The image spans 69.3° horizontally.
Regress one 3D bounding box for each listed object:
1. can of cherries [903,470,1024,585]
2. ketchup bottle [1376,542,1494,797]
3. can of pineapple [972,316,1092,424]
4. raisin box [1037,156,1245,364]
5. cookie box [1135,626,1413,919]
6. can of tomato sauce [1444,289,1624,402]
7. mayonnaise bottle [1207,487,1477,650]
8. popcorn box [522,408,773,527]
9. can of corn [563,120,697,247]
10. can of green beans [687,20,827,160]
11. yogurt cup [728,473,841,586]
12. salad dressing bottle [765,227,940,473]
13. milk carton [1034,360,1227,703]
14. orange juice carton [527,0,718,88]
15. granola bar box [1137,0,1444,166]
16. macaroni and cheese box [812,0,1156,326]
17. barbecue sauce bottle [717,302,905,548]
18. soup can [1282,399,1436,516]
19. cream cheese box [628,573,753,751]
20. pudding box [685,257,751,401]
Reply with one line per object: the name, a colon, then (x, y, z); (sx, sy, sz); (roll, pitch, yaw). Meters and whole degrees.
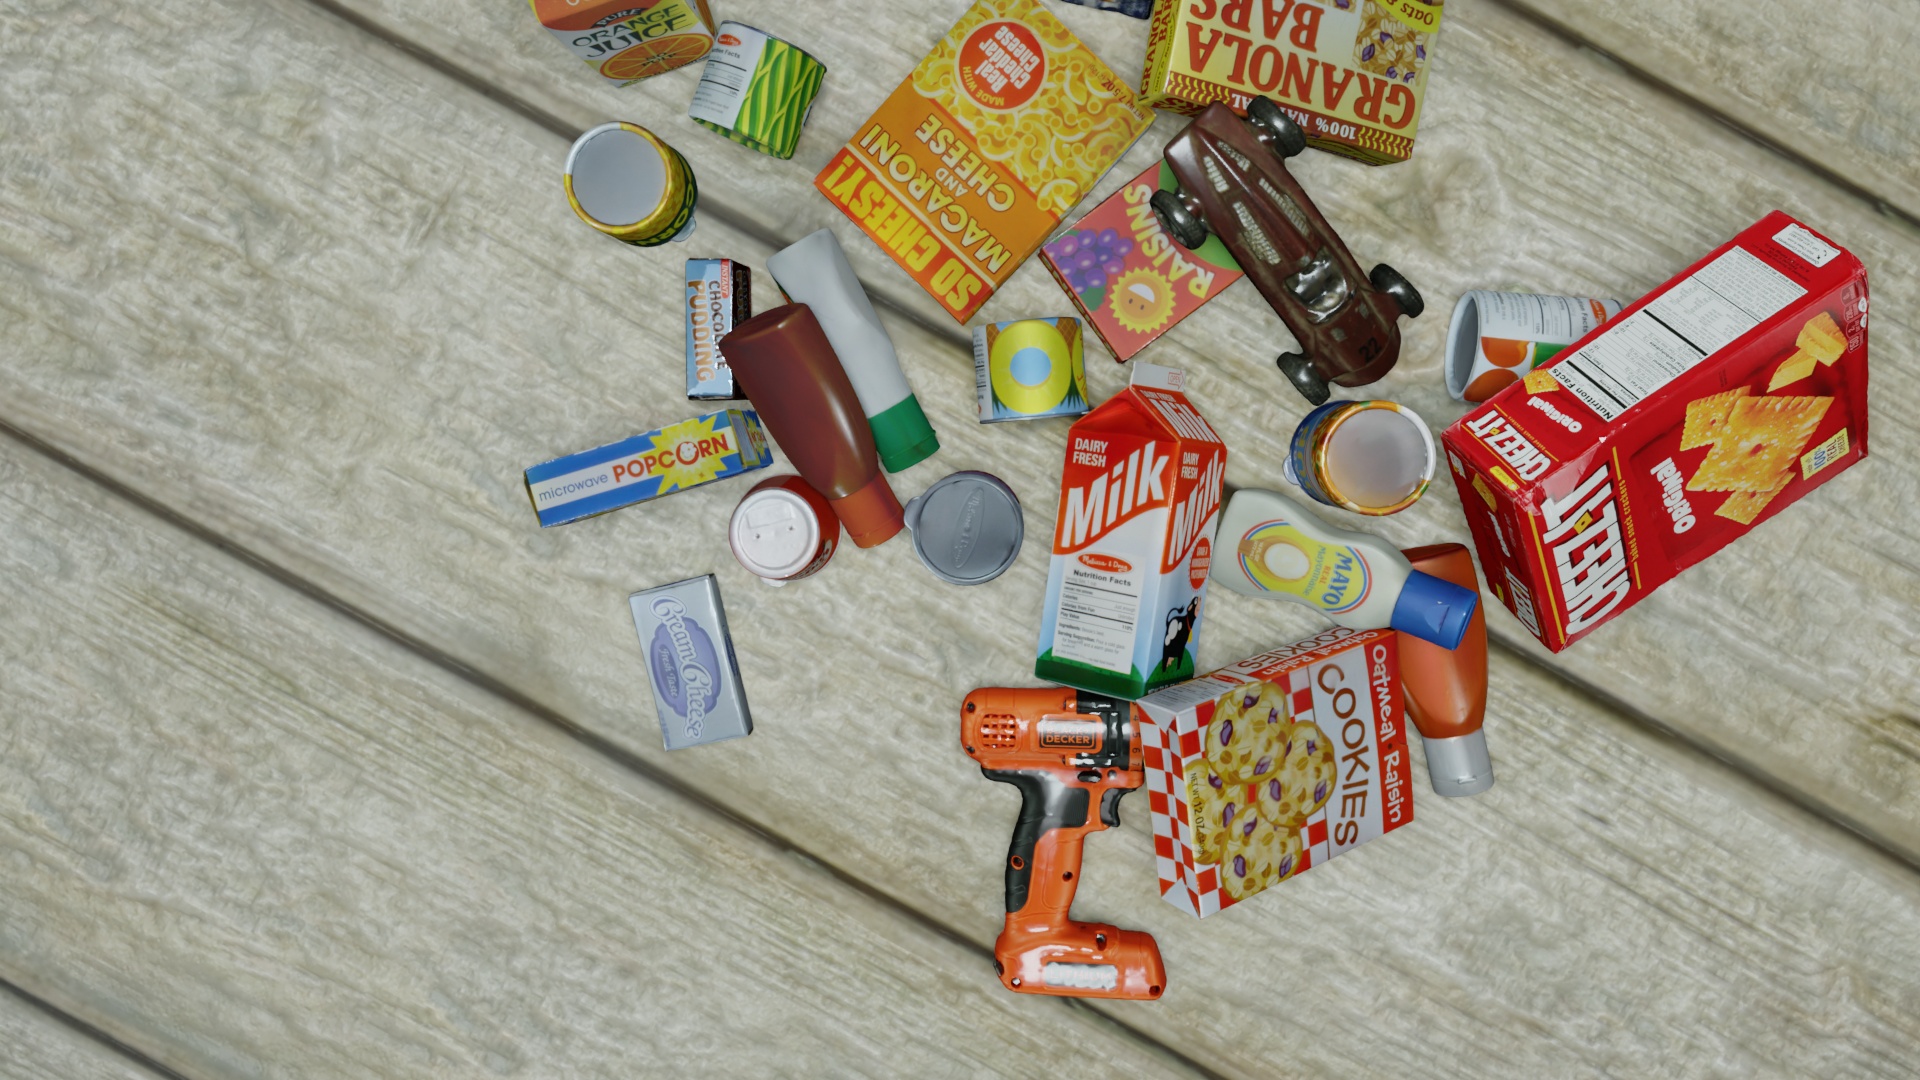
can of cherries: (0.003, -0.010, 0.836); (0.071, 0.058, 0.071); (0, 96, 3)
ketchup bottle: (0.289, 0.079, 0.839); (0.065, 0.043, 0.148); (-13, 94, 9)
can of pineapple: (0.043, -0.101, 0.824); (0.071, 0.071, 0.058); (-5, 94, 3)
raisin box: (0.121, -0.175, 0.829); (0.123, 0.040, 0.086); (-36, 93, 3)
cookie box: (0.187, 0.129, 0.803); (0.168, 0.040, 0.122); (-15, 103, -27)
can of tomato sauce: (0.334, -0.109, 0.813); (0.083, 0.071, 0.071); (5, 95, 3)
mayonnaise bottle: (0.223, 0.020, 0.811); (0.148, 0.041, 0.064); (23, 105, 25)
popcorn box: (-0.183, -0.044, 0.827); (0.127, 0.085, 0.038); (-16, 93, 4)
can of corn: (-0.194, -0.210, 0.829); (0.071, 0.058, 0.071); (0, 95, 3)
can of green beans: (-0.120, -0.264, 0.818); (0.071, 0.071, 0.057); (22, 96, 0)
yogurt cup: (-0.109, -0.006, 0.843); (0.072, 0.054, 0.072); (0, 94, 2)
salad dressing bottle: (-0.062, -0.112, 0.832); (0.044, 0.064, 0.147); (-28, 100, 5)
milk carton: (0.103, -0.008, 0.814); (0.073, 0.072, 0.190); (11, 96, 32)
orange juice carton: (-0.190, -0.311, 0.754); (0.072, 0.193, 0.073); (-17, 95, 3)
granola bar box: (0.190, -0.293, 0.788); (0.166, 0.039, 0.124); (8, 96, -21)
macaroni and cheese box: (0.014, -0.230, 0.829); (0.123, 0.040, 0.166); (43, 94, -2)
barbecue sauce bottle: (-0.081, -0.064, 0.814); (0.065, 0.044, 0.148); (-7, 121, 43)
soup can: (0.231, -0.048, 0.812); (0.071, 0.084, 0.071); (0, 95, 3)
cream cheese box: (-0.168, 0.076, 0.866); (0.053, 0.024, 0.103); (-13, 94, 3)
pudding box: (-0.146, -0.126, 0.838); (0.030, 0.050, 0.083); (1, 94, 4)
